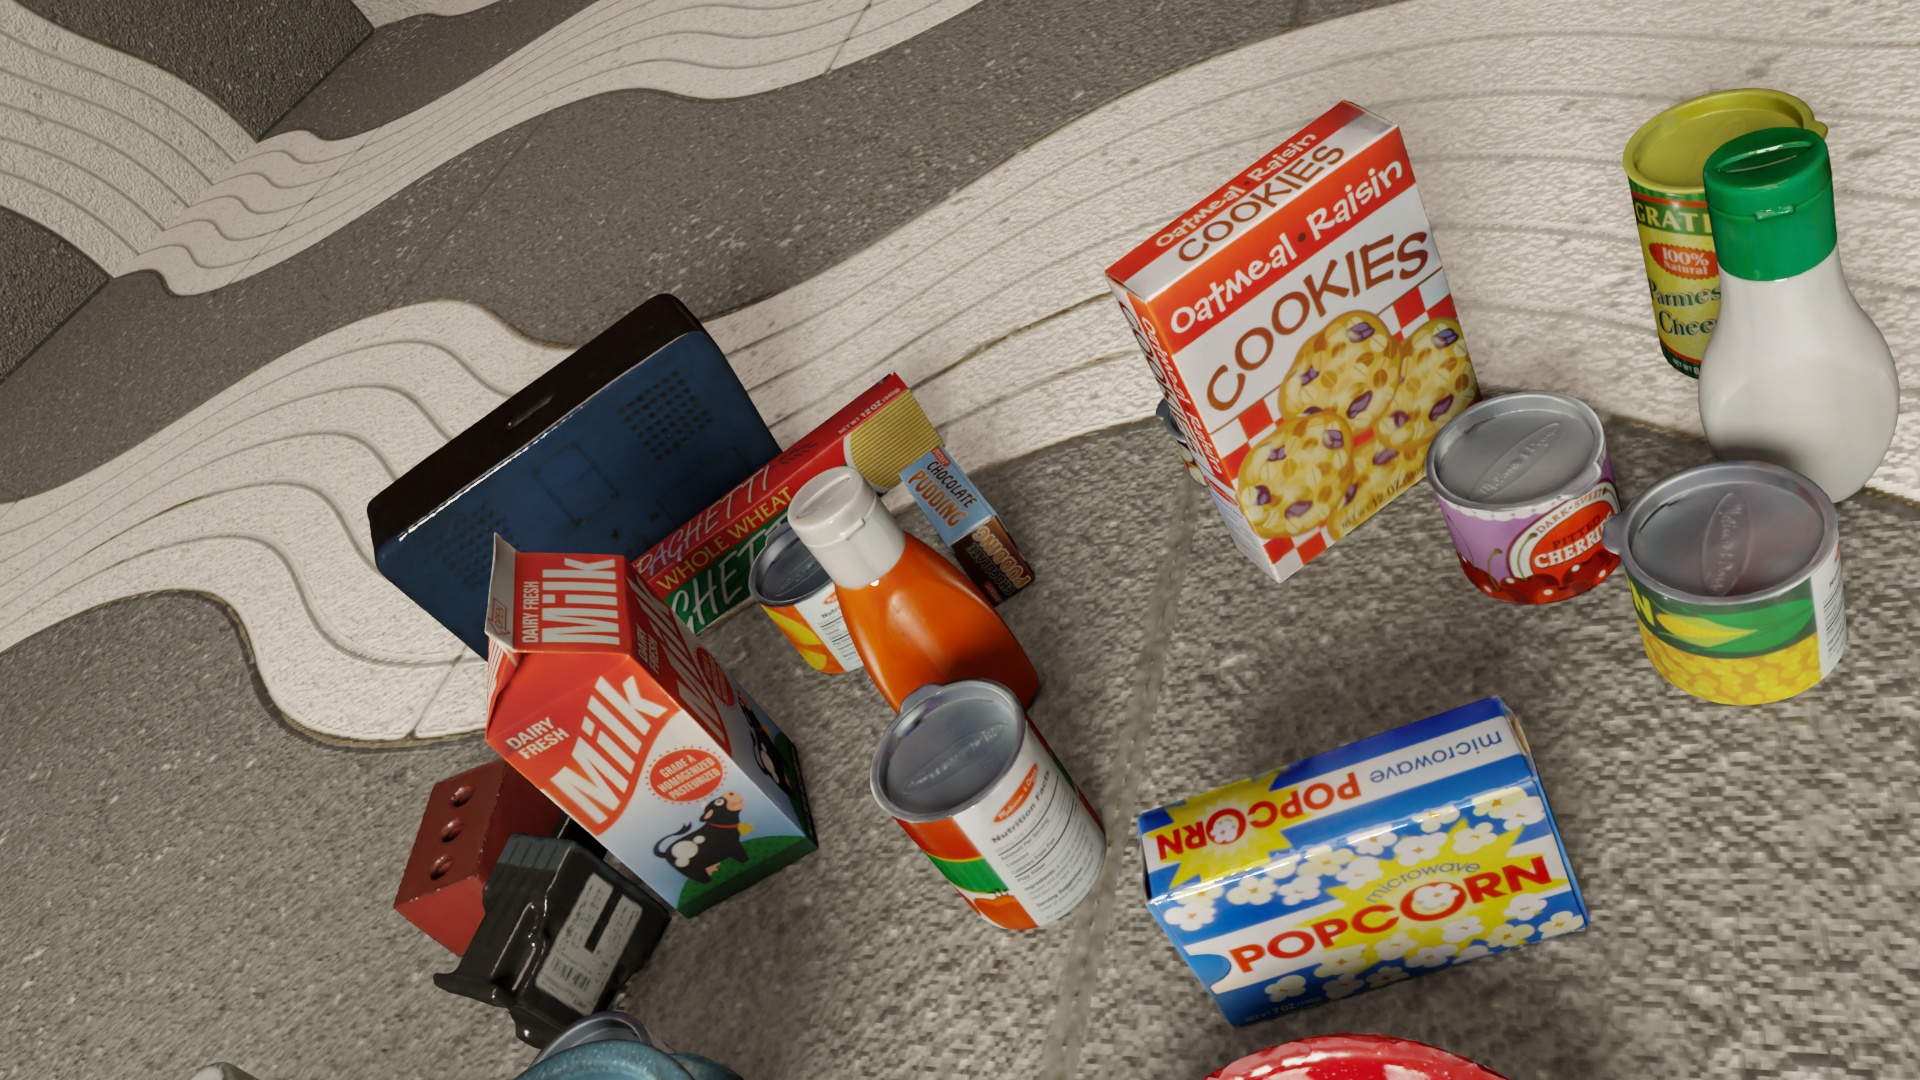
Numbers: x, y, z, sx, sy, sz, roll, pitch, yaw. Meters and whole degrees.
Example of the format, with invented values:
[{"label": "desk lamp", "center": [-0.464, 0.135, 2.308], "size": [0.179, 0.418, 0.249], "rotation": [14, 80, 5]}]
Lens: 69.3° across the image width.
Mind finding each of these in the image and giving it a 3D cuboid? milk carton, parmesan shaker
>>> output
[{"label": "milk carton", "center": [-0.146, 0.078, 0.613], "size": [0.073, 0.190, 0.072], "rotation": [-30, 37, 5]}, {"label": "parmesan shaker", "center": [0.318, -0.122, 0.569], "size": [0.071, 0.102, 0.072], "rotation": [-20, 38, 17]}]

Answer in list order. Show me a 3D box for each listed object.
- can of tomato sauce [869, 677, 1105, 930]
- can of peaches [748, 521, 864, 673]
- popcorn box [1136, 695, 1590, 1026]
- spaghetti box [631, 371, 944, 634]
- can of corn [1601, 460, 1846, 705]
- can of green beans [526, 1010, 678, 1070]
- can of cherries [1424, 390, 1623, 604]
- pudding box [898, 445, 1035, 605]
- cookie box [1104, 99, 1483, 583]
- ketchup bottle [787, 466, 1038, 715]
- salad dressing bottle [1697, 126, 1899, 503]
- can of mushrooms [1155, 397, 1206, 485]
[{"label": "can of tomato sauce", "center": [0.011, 0.105, 0.556], "size": [0.071, 0.082, 0.071], "rotation": [-20, 38, 17]}, {"label": "can of peaches", "center": [-0.068, 0.026, 0.725], "size": [0.071, 0.058, 0.071], "rotation": [-20, 38, 17]}, {"label": "popcorn box", "center": [0.133, 0.109, 0.460], "size": [0.126, 0.085, 0.038], "rotation": [-22, 38, 15]}, {"label": "spaghetti box", "center": [-0.122, -0.003, 0.804], "size": [0.250, 0.050, 0.029], "rotation": [-37, 37, -5]}, {"label": "can of corn", "center": [0.269, 0.015, 0.488], "size": [0.071, 0.058, 0.071], "rotation": [-20, 38, 17]}, {"label": "can of green beans", "center": [-0.133, 0.229, 0.544], "size": [0.071, 0.057, 0.071], "rotation": [-20, 38, 17]}, {"label": "can of cherries", "center": [0.227, -0.015, 0.553], "size": [0.071, 0.058, 0.072], "rotation": [-20, 38, 17]}, {"label": "pudding box", "center": [0.003, -0.009, 0.719], "size": [0.030, 0.049, 0.084], "rotation": [-34, 36, -1]}, {"label": "cookie box", "center": [0.148, -0.080, 0.593], "size": [0.123, 0.167, 0.040], "rotation": [-36, 36, -3]}, {"label": "ketchup bottle", "center": [-0.022, 0.031, 0.609], "size": [0.065, 0.148, 0.043], "rotation": [-39, 37, -8]}, {"label": "salad dressing bottle", "center": [0.296, -0.076, 0.497], "size": [0.064, 0.147, 0.044], "rotation": [-10, 43, 29]}, {"label": "can of mushrooms", "center": [0.135, -0.059, 0.692], "size": [0.071, 0.033, 0.071], "rotation": [-20, 38, 17]}]
